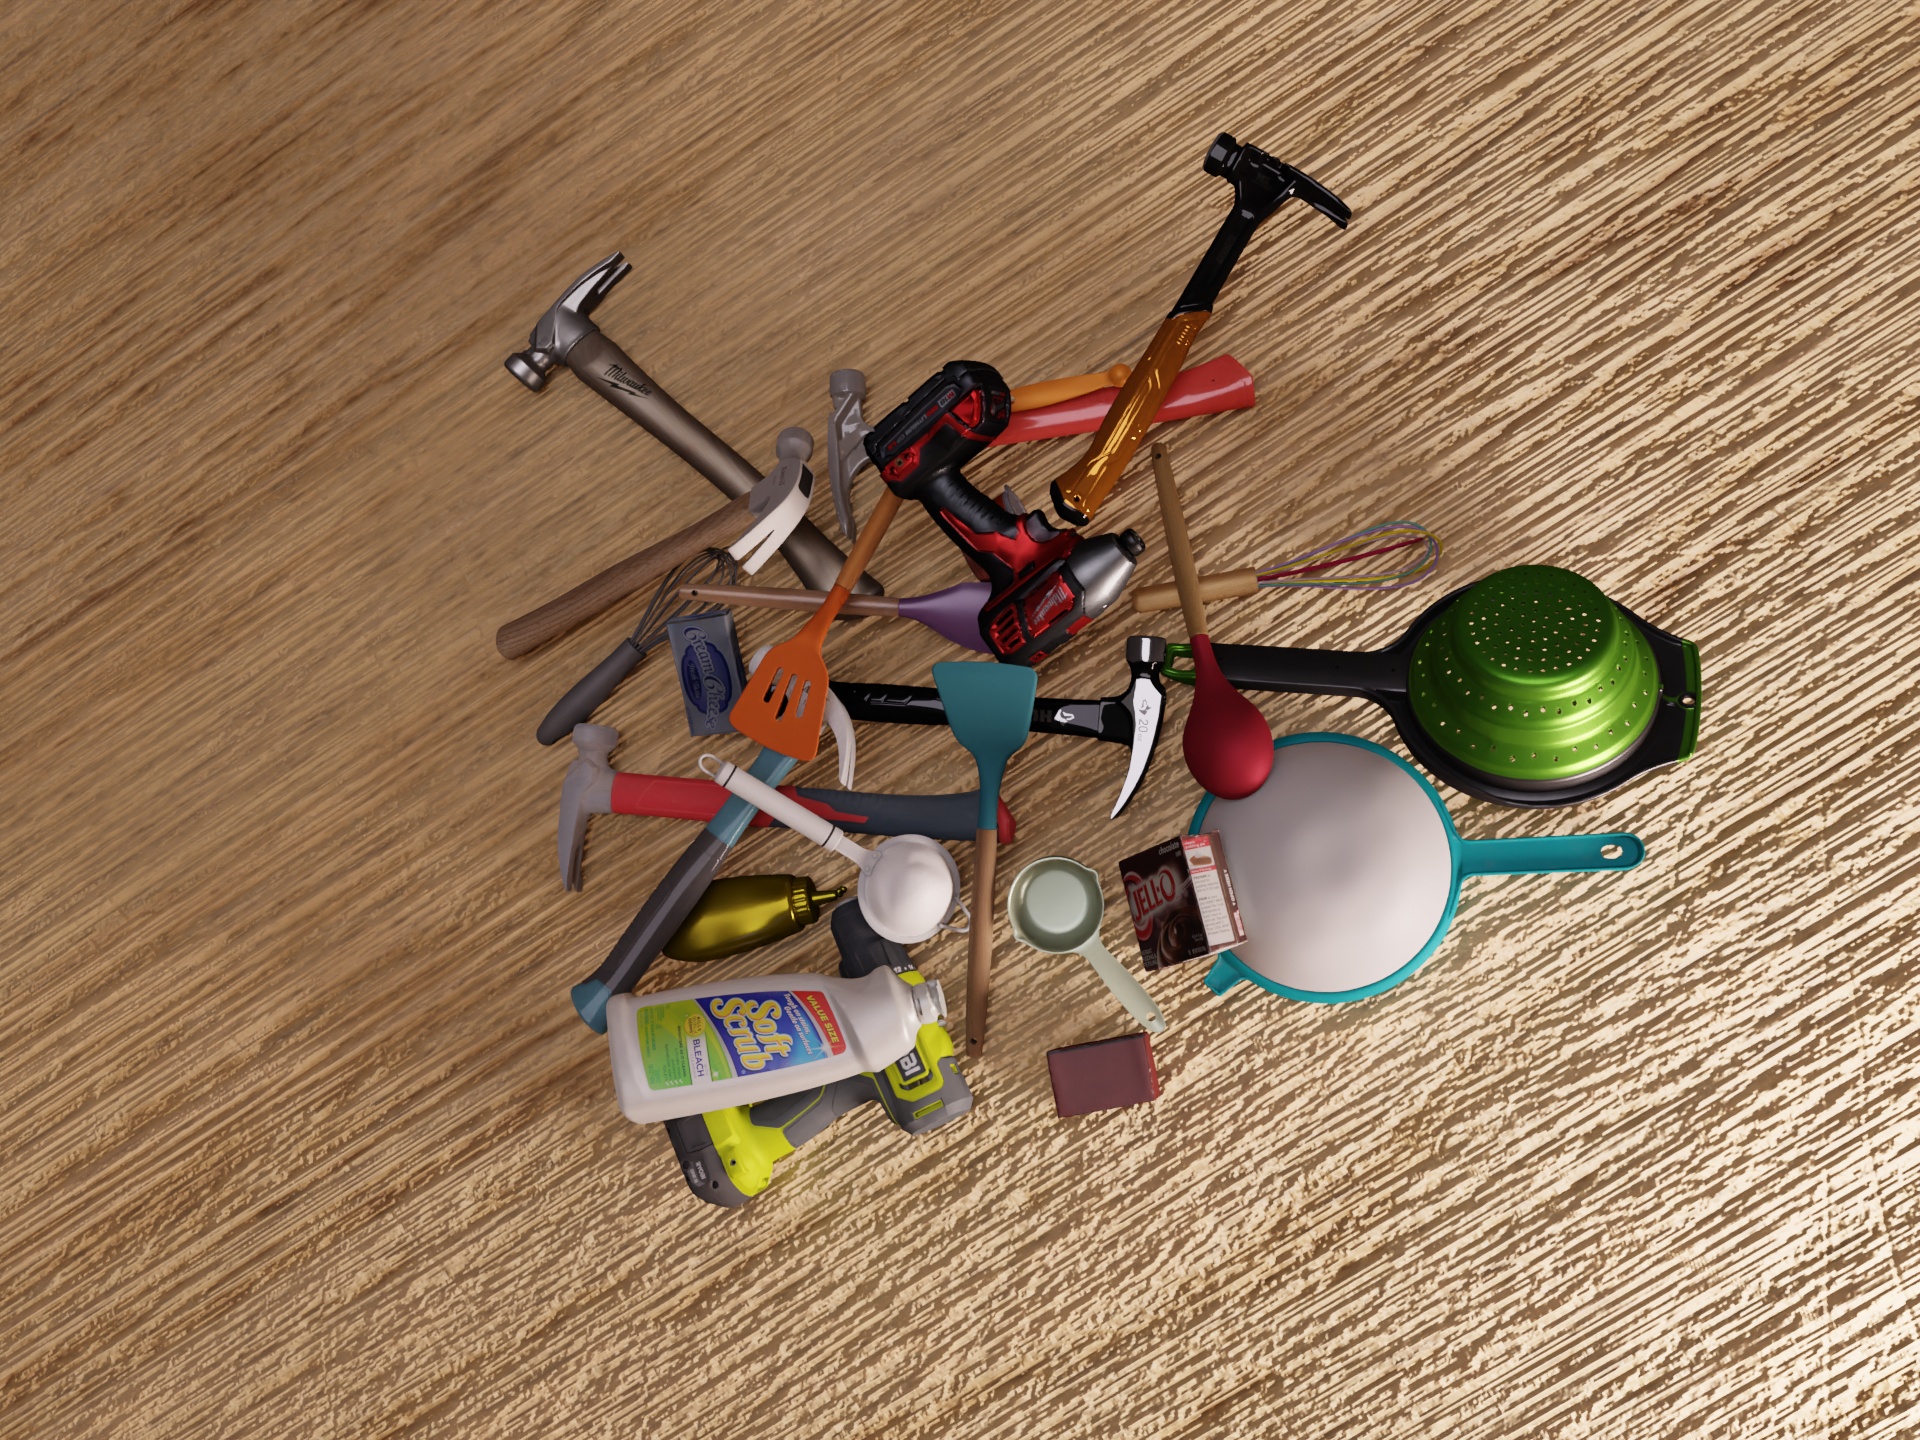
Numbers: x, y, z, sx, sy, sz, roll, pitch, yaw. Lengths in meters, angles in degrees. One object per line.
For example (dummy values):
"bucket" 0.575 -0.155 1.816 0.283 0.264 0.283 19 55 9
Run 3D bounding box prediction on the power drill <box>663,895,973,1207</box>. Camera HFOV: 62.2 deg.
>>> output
"power drill" -0.124 0.265 1.265 0.228 0.080 0.191 -27 72 4

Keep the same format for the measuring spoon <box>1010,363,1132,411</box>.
"measuring spoon" 0.083 -0.273 1.303 0.117 0.011 0.021 -11 79 10

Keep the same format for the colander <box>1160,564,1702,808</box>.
"colander" 0.339 -0.052 1.185 0.397 0.094 0.205 5 59 20

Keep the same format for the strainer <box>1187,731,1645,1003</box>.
"strainer" 0.335 0.103 1.186 0.340 0.095 0.211 -4 80 12

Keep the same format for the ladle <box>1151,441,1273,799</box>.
"ladle" 0.184 -0.087 1.248 0.069 0.031 0.316 -19 62 21

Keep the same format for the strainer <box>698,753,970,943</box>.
"strainer" -0.094 0.098 1.242 0.258 0.050 0.087 32 78 -9

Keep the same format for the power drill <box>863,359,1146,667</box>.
"power drill" 0.037 -0.163 1.228 0.143 0.078 0.220 -37 82 22

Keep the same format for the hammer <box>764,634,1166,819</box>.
"hammer" -0.002 -0.004 1.297 0.335 0.035 0.146 4 91 15

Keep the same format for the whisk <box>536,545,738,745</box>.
"whisk" -0.279 -0.063 1.366 0.239 0.055 0.055 -43 76 7

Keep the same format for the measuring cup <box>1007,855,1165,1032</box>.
"measuring cup" 0.105 0.178 1.257 0.083 0.038 0.167 -40 90 4

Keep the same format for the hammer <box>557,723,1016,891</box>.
"hammer" -0.148 0.087 1.317 0.386 0.038 0.143 4 83 12

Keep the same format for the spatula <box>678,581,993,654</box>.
"spatula" -0.076 -0.093 1.308 0.316 0.018 0.059 5 102 4

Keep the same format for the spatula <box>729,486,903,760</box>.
"spatula" -0.084 -0.123 1.291 0.081 0.041 0.323 24 75 15

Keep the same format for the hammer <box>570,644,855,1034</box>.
"hammer" -0.204 0.105 1.280 0.128 0.033 0.331 34 85 16

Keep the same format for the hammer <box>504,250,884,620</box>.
"hammer" -0.214 -0.239 1.384 0.411 0.038 0.146 42 90 14

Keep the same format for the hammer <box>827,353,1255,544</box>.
"hammer" 0.064 -0.243 1.327 0.359 0.036 0.149 -6 80 11

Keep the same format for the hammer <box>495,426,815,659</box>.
"hammer" -0.261 -0.128 1.331 0.331 0.031 0.130 -25 40 23

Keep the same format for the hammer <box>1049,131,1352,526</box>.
"hammer" 0.178 -0.300 1.270 0.127 0.034 0.337 31 87 6

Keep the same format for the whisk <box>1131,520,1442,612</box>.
"whisk" 0.257 -0.119 1.265 0.245 0.047 0.051 -9 81 13

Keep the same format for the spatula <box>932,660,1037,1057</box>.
"spatula" 0.015 0.111 1.244 0.082 0.044 0.317 4 96 12
